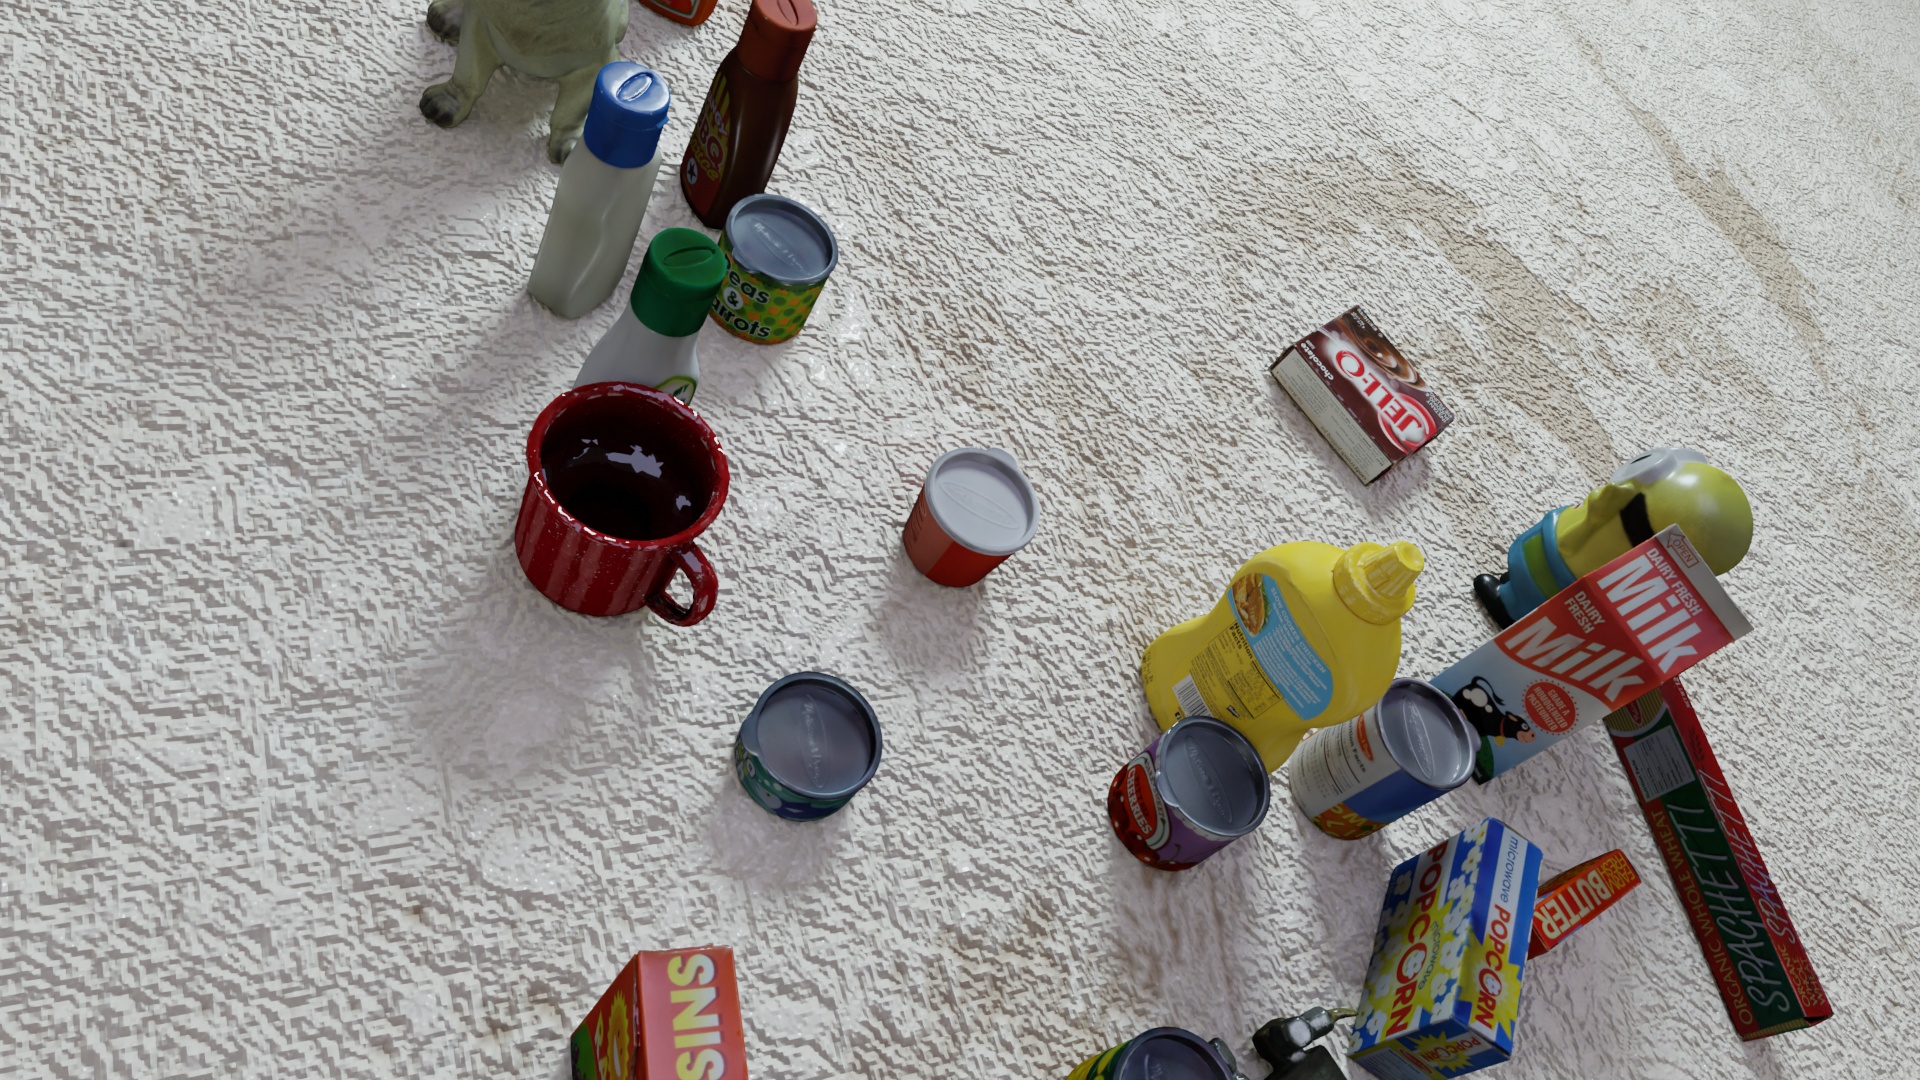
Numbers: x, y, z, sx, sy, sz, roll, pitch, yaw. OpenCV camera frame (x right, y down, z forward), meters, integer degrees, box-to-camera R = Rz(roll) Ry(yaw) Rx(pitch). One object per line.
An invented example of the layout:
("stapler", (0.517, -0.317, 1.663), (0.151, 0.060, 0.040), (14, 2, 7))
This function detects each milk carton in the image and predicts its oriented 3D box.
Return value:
("milk carton", (0.370, 0.067, 0.822), (0.074, 0.189, 0.072), (-17, 69, -35))

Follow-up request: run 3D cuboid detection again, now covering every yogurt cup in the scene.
("yogurt cup", (0.003, -0.010, 0.770), (0.072, 0.053, 0.073), (14, 54, -19))

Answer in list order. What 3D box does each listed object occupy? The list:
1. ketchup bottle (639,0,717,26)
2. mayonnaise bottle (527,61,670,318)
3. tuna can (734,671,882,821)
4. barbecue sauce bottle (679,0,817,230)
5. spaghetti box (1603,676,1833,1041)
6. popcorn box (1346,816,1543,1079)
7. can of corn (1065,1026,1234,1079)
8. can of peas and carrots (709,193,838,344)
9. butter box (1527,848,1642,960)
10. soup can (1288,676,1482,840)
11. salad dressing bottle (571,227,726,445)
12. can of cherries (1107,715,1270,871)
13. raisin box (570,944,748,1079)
("ketchup bottle", (-0.169, -0.403, 0.881), (0.065, 0.148, 0.044), (29, 50, -8))
("mayonnaise bottle", (-0.186, -0.182, 0.725), (0.041, 0.147, 0.065), (34, 50, -4))
("tuna can", (-0.076, 0.100, 0.670), (0.071, 0.032, 0.071), (14, 54, -19))
("barbecue sauce bottle", (-0.122, -0.250, 0.804), (0.044, 0.147, 0.065), (-7, 63, -31))
("spaghetti box", (0.473, 0.187, 0.888), (0.029, 0.050, 0.251), (4, 58, -26))
("popcorn box", (0.256, 0.217, 0.732), (0.038, 0.084, 0.127), (34, 50, -4))
("can of corn", (0.082, 0.261, 0.628), (0.071, 0.058, 0.071), (14, 54, -19))
("can of peas and carrots", (-0.113, -0.155, 0.804), (0.071, 0.058, 0.071), (14, 54, -19))
("butter box", (0.341, 0.213, 0.800), (0.104, 0.053, 0.024), (-17, 68, -35))
("soup can", (0.239, 0.125, 0.785), (0.071, 0.083, 0.072), (14, 54, -20))
("salad dressing bottle", (-0.153, -0.092, 0.682), (0.064, 0.147, 0.044), (-25, 73, -37))
("can of cherries", (0.117, 0.134, 0.731), (0.071, 0.058, 0.072), (14, 54, -19))
("raisin box", (-0.114, 0.210, 0.517), (0.040, 0.122, 0.086), (3, 58, -26))
